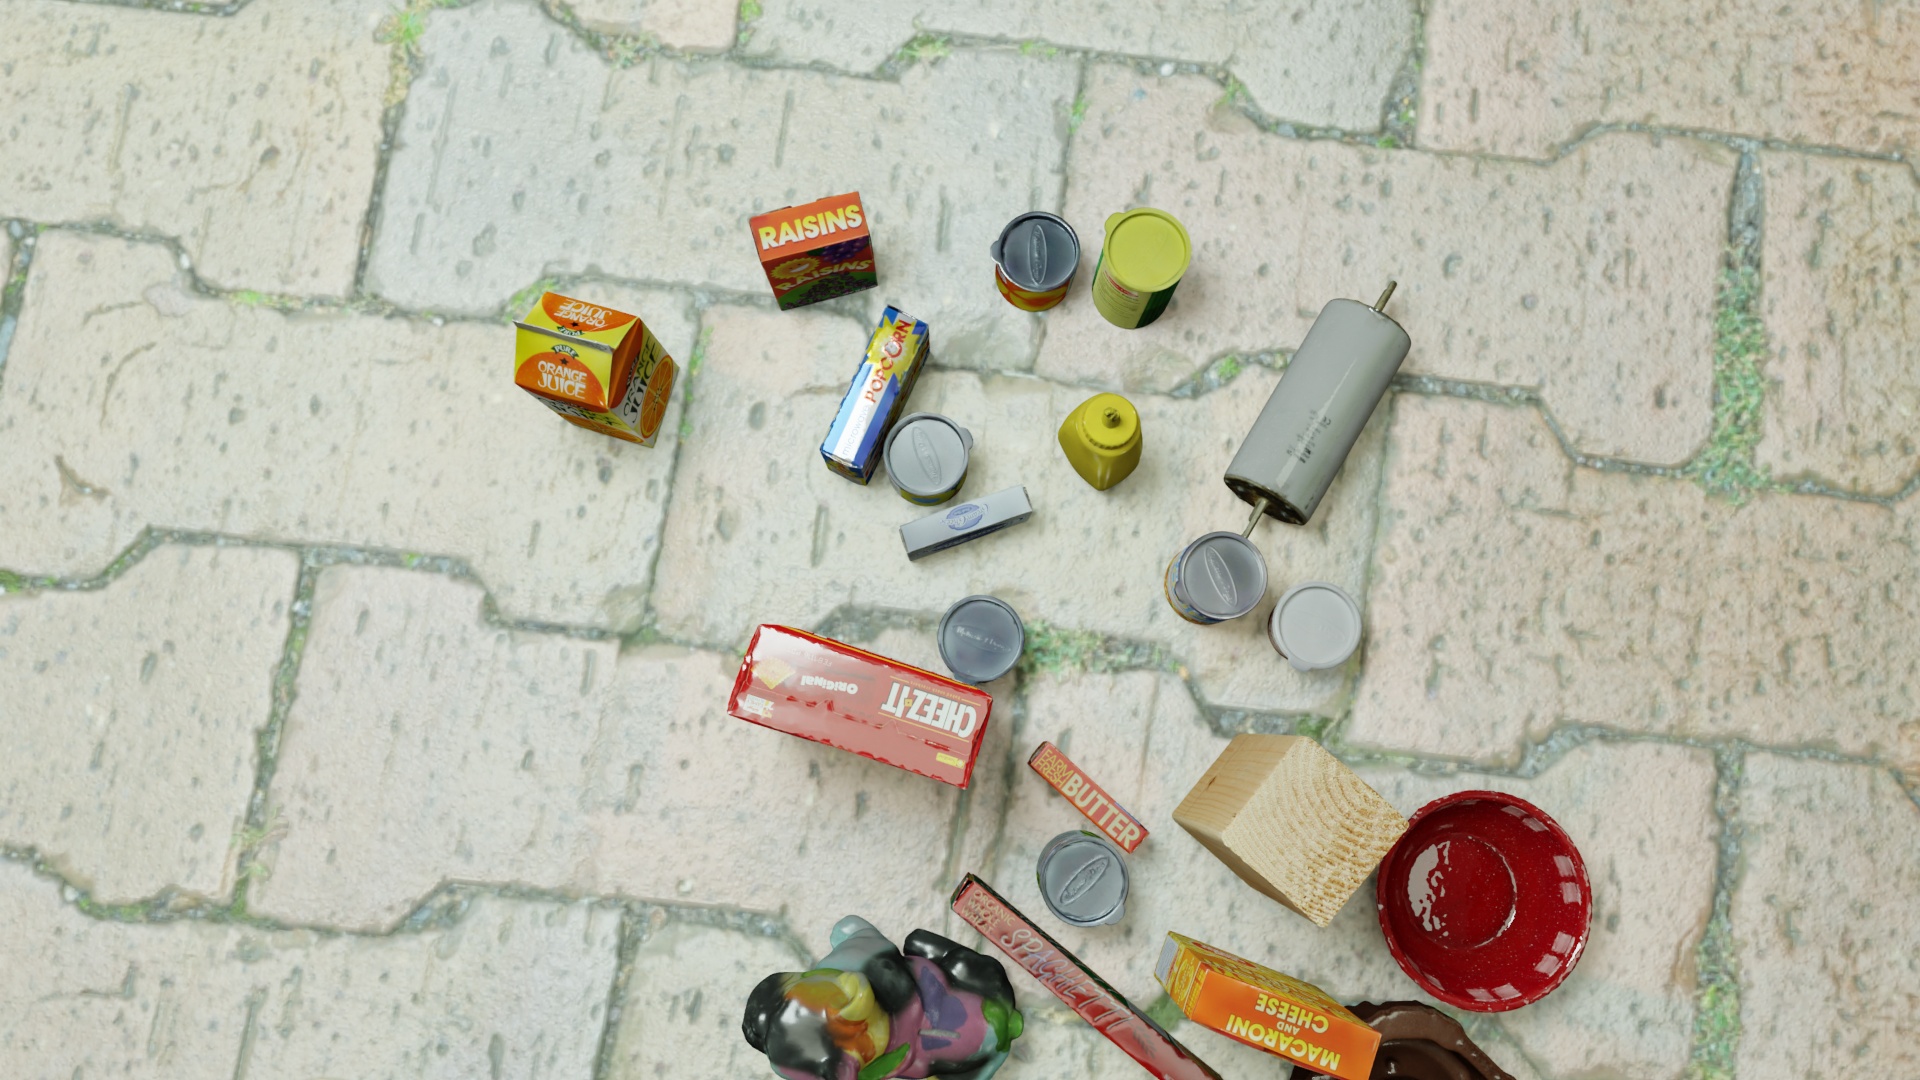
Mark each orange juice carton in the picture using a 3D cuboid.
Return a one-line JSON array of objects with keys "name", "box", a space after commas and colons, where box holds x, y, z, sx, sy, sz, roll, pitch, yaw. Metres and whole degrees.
[{"name": "orange juice carton", "box": [-0.271, -0.129, 1.033, 0.072, 0.192, 0.073, 16, 83, 2]}]

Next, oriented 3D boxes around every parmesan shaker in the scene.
[{"name": "parmesan shaker", "box": [0.138, -0.214, 1.092, 0.071, 0.103, 0.071, 0, 83, 0]}]

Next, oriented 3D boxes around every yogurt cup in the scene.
[{"name": "yogurt cup", "box": [0.271, 0.067, 1.080, 0.072, 0.054, 0.072, 0, 83, 0]}]

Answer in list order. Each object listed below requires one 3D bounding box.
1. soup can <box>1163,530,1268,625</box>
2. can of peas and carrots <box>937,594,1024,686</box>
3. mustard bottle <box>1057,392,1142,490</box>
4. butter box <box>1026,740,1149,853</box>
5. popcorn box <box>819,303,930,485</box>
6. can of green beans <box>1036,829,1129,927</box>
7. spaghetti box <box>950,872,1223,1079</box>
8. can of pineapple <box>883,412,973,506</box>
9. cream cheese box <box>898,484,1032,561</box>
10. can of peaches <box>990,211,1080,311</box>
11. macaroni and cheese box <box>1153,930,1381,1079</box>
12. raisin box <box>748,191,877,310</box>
[{"name": "soup can", "box": [0.192, 0.031, 1.069, 0.071, 0.083, 0.071, 0, 83, 0]}, {"name": "can of peas and carrots", "box": [0.015, 0.080, 1.074, 0.071, 0.058, 0.071, 0, 83, 0]}, {"name": "mustard bottle", "box": [0.109, -0.079, 1.045, 0.049, 0.160, 0.065, -37, 84, -4]}, {"name": "butter box", "box": [0.096, 0.195, 1.062, 0.103, 0.053, 0.024, 41, 85, 5]}, {"name": "popcorn box", "box": [-0.066, -0.111, 1.086, 0.038, 0.085, 0.127, 24, 83, 3]}, {"name": "can of green beans", "box": [0.091, 0.255, 1.052, 0.071, 0.057, 0.071, 0, 83, 0]}, {"name": "spaghetti box", "box": [0.095, 0.340, 1.044, 0.250, 0.050, 0.029, 38, 84, 4]}, {"name": "can of pineapple", "box": [-0.025, -0.063, 1.094, 0.071, 0.058, 0.071, 0, 83, 0]}, {"name": "cream cheese box", "box": [0.004, -0.014, 1.089, 0.104, 0.053, 0.024, -19, 83, -3]}, {"name": "can of peaches", "box": [0.059, -0.223, 1.116, 0.071, 0.058, 0.071, 0, 83, 0]}, {"name": "macaroni and cheese box", "box": [0.212, 0.329, 0.988, 0.124, 0.166, 0.040, 20, 83, 2]}, {"name": "raisin box", "box": [-0.111, -0.224, 1.082, 0.086, 0.123, 0.040, -14, 83, -2]}]
